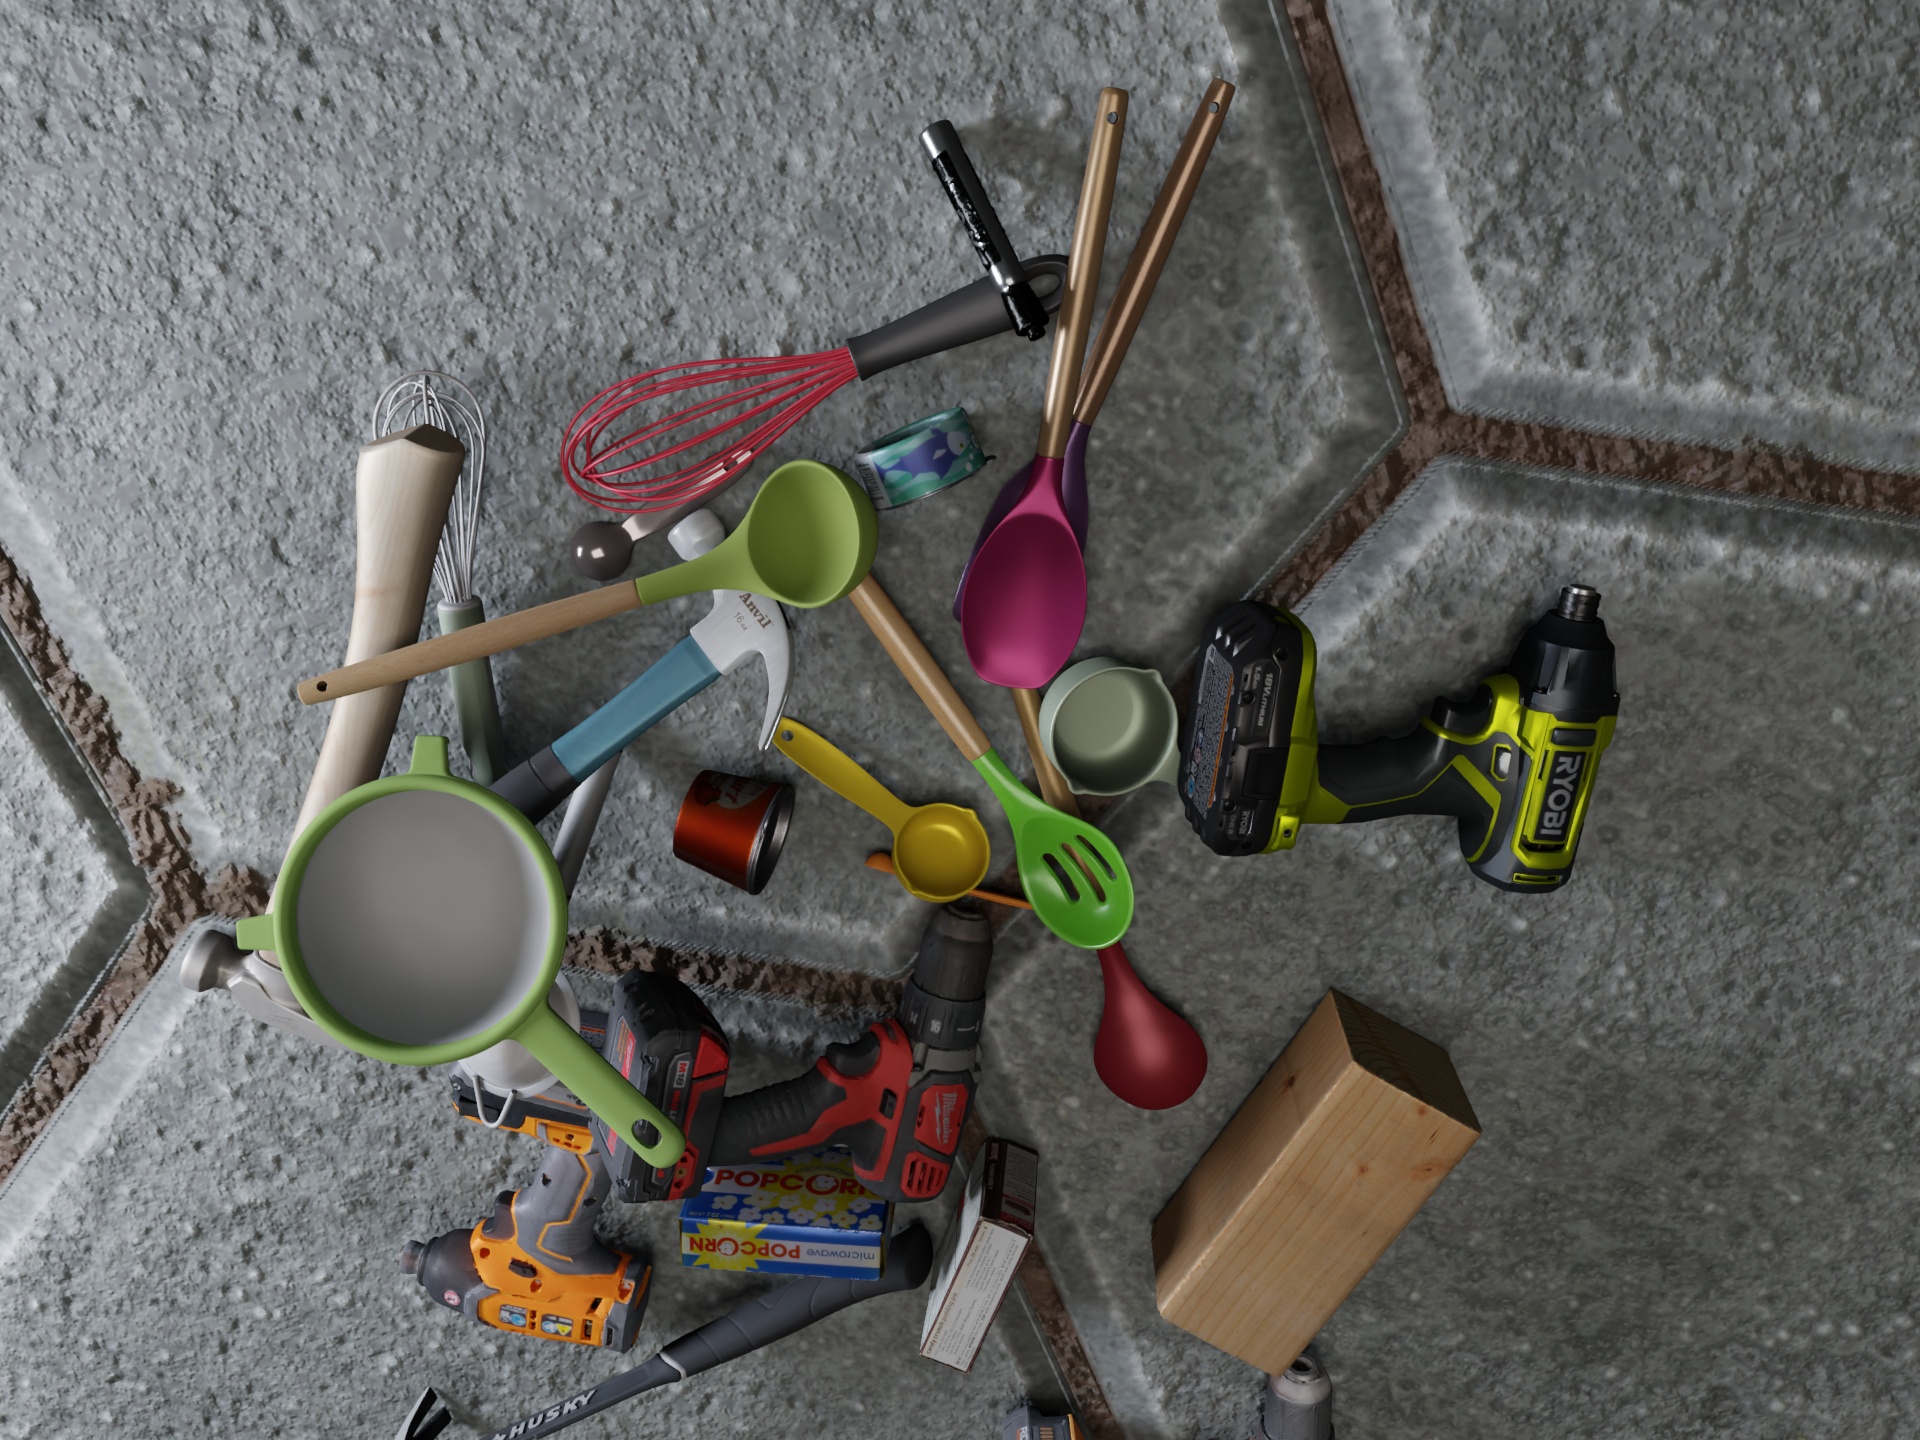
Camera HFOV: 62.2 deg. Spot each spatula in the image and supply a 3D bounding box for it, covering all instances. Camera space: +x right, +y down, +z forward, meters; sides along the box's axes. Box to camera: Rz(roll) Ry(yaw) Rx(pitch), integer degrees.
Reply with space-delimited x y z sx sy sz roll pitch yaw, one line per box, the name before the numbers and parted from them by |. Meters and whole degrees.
spatula | 0.076 -0.184 0.852 0.059 0.018 0.315 21 110 -4

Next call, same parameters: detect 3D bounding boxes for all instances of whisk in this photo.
whisk | -0.074 -0.183 0.844 0.296 0.073 0.073 -21 107 3
whisk | -0.284 -0.074 0.899 0.059 0.058 0.246 -12 115 -21

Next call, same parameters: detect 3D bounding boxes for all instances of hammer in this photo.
hammer | -0.339 0.024 0.911 0.146 0.038 0.410 22 117 -6
hammer | -0.232 0.031 0.892 0.331 0.033 0.128 -38 90 2
hammer | -0.205 0.427 1.040 0.409 0.149 0.036 -25 107 2

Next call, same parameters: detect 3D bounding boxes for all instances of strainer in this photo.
strainer | -0.241 0.110 0.920 0.087 0.050 0.258 16 83 16
strainer | -0.239 0.138 0.845 0.256 0.069 0.151 44 91 -2

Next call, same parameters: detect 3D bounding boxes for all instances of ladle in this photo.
ladle | 0.080 0.104 0.949 0.069 0.031 0.315 -16 106 10
ladle | -0.197 -0.062 0.838 0.320 0.062 0.078 -17 85 -2

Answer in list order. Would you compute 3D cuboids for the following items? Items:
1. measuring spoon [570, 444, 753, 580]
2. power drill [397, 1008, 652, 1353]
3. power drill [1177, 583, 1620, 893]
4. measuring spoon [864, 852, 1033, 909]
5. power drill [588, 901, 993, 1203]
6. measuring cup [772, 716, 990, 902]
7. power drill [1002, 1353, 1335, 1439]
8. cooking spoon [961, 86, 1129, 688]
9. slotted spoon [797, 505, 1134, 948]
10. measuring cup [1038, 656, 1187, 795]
measuring spoon | -0.168 -0.117 0.890 0.124 0.018 0.034 -31 104 12
power drill | -0.274 0.293 1.008 0.164 0.084 0.226 10 113 2
power drill | 0.243 0.004 0.867 0.223 0.080 0.171 3 109 -10
measuring spoon | 0.000 0.097 0.955 0.117 0.021 0.011 15 80 -2
power drill | -0.087 0.193 0.930 0.226 0.080 0.188 7 104 -28
measuring cup | -0.052 0.050 0.936 0.156 0.029 0.062 37 70 5
power drill | 0.142 0.505 1.057 0.226 0.084 0.185 0 109 -1
cooking spoon | 0.052 -0.166 0.842 0.069 0.017 0.318 9 112 -1
slotted spoon | -0.001 -0.003 0.902 0.070 0.031 0.313 -32 98 33
measuring cup | 0.116 0.022 0.917 0.167 0.038 0.083 30 98 -25
